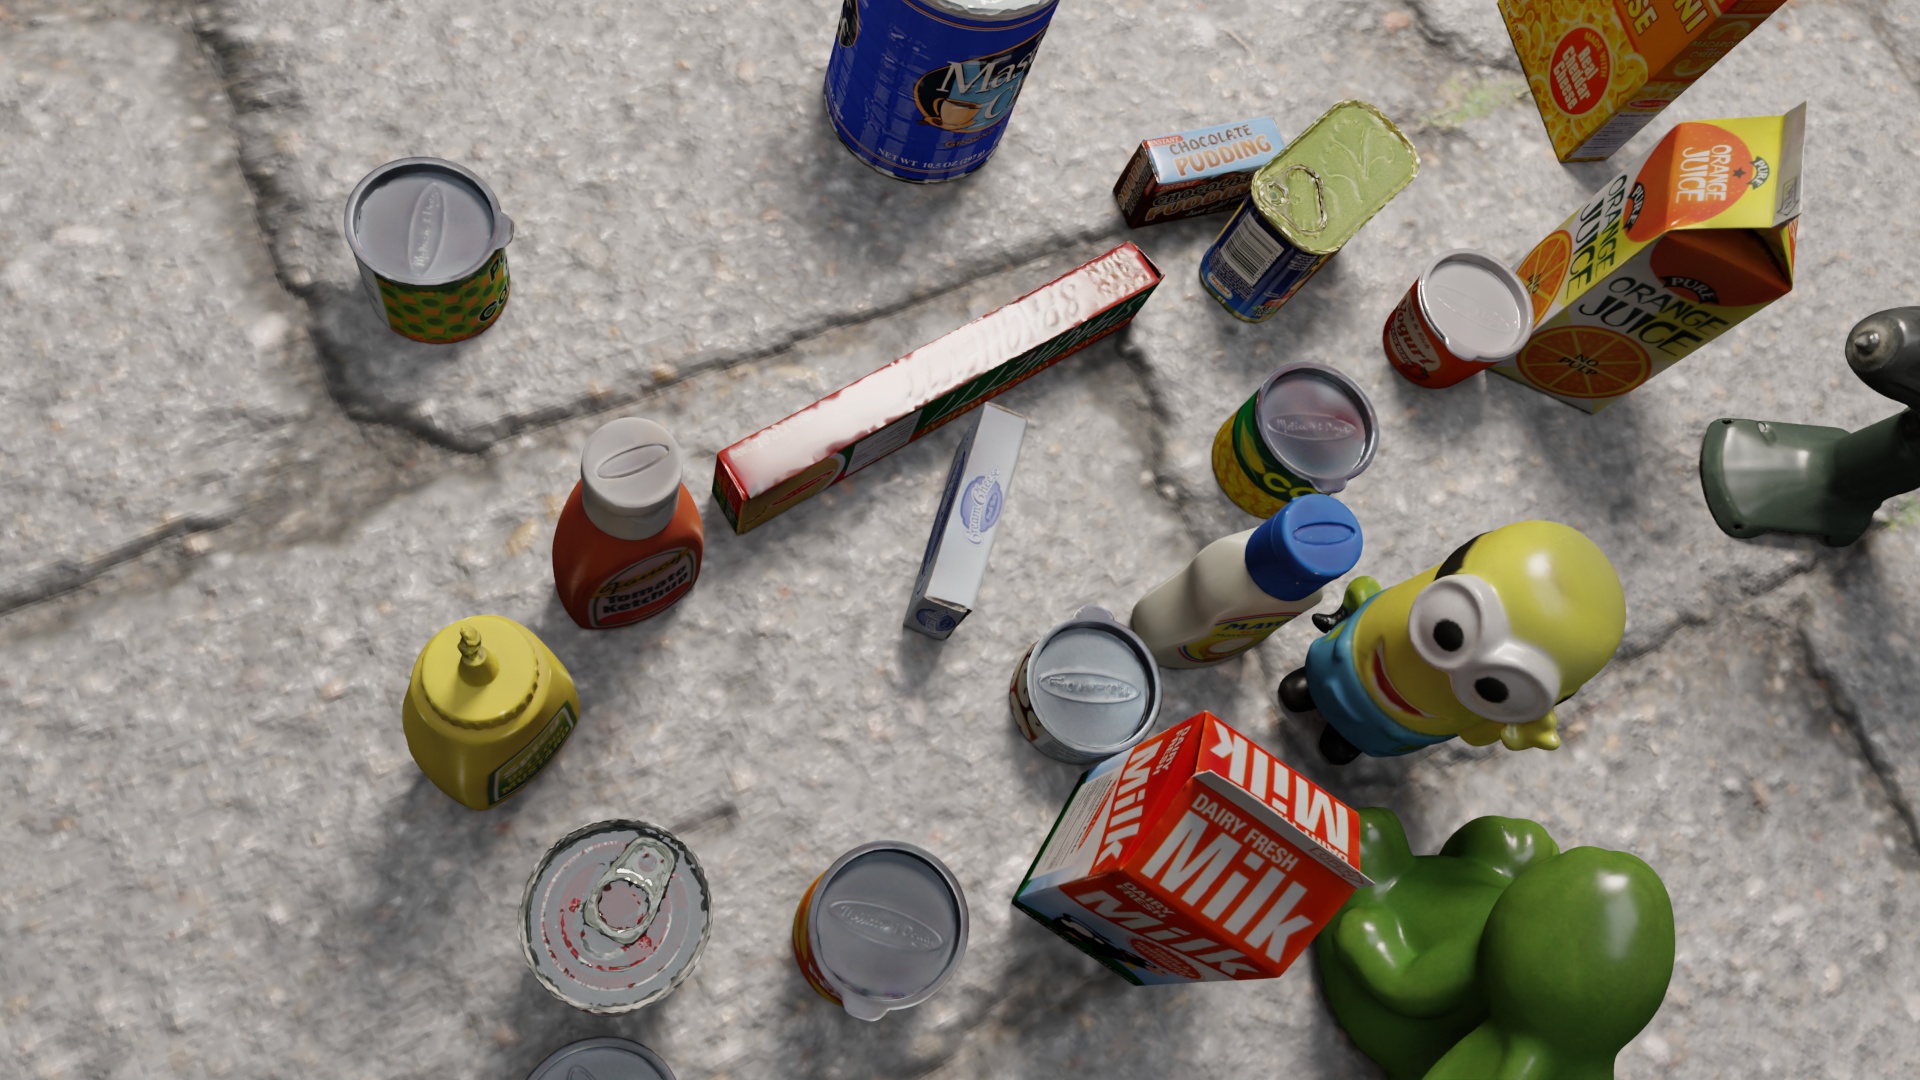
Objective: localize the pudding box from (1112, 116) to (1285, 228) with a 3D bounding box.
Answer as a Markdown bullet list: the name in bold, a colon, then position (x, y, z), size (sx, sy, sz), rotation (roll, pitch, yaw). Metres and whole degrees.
- **pudding box**: position (0.132, -0.202, 0.762), size (0.084, 0.049, 0.030), rotation (-15, 75, -18)

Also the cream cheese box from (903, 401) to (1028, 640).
- **cream cheese box**: position (0.002, -0.008, 0.658), size (0.024, 0.053, 0.104), rotation (20, 67, -7)

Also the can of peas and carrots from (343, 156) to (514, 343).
- **can of peas and carrots**: position (-0.241, -0.132, 0.639), size (0.071, 0.058, 0.071), rotation (5, 70, -12)

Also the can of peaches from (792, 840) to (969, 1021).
- **can of peaches**: position (-0.036, 0.165, 0.583), size (0.071, 0.058, 0.071), rotation (5, 70, -12)

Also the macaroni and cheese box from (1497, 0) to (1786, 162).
- **macaroni and cheese box**: position (0.394, -0.319, 0.806), size (0.040, 0.165, 0.124), rotation (-8, 73, -16)

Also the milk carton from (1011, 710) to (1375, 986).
- **milk carton**: position (0.091, 0.126, 0.556), size (0.072, 0.189, 0.074), rotation (34, 67, -1)

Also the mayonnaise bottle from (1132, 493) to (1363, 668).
- **mayonnaise bottle**: position (0.130, 0.021, 0.627), size (0.065, 0.147, 0.041), rotation (-4, 72, -15)

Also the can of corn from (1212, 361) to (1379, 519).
- **can of corn**: position (0.170, -0.047, 0.711), size (0.071, 0.058, 0.071), rotation (5, 70, -12)

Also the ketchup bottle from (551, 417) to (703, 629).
- **ketchup bottle**: position (-0.136, -0.006, 0.570), size (0.065, 0.148, 0.043), rotation (-24, 78, -20)

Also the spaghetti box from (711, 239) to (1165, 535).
- **spaghetti box**: position (-0.007, -0.078, 0.682), size (0.251, 0.050, 0.029), rotation (-30, 81, -22)

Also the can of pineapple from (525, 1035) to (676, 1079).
- **can of pineapple**: position (-0.141, 0.226, 0.535), size (0.071, 0.057, 0.071), rotation (5, 70, -12)

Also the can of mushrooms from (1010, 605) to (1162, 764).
- **can of mushrooms**: position (0.059, 0.069, 0.655), size (0.071, 0.033, 0.071), rotation (5, 70, -12)

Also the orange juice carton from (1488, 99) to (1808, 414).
- **orange juice carton**: position (0.364, -0.146, 0.722), size (0.073, 0.192, 0.072), rotation (22, 67, -5)

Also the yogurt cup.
- **yogurt cup**: position (0.270, -0.119, 0.764), size (0.072, 0.053, 0.072), rotation (5, 70, -12)

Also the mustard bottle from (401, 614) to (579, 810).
- **mustard bottle**: position (-0.180, 0.062, 0.529), size (0.049, 0.159, 0.065), rotation (41, 67, 3)
